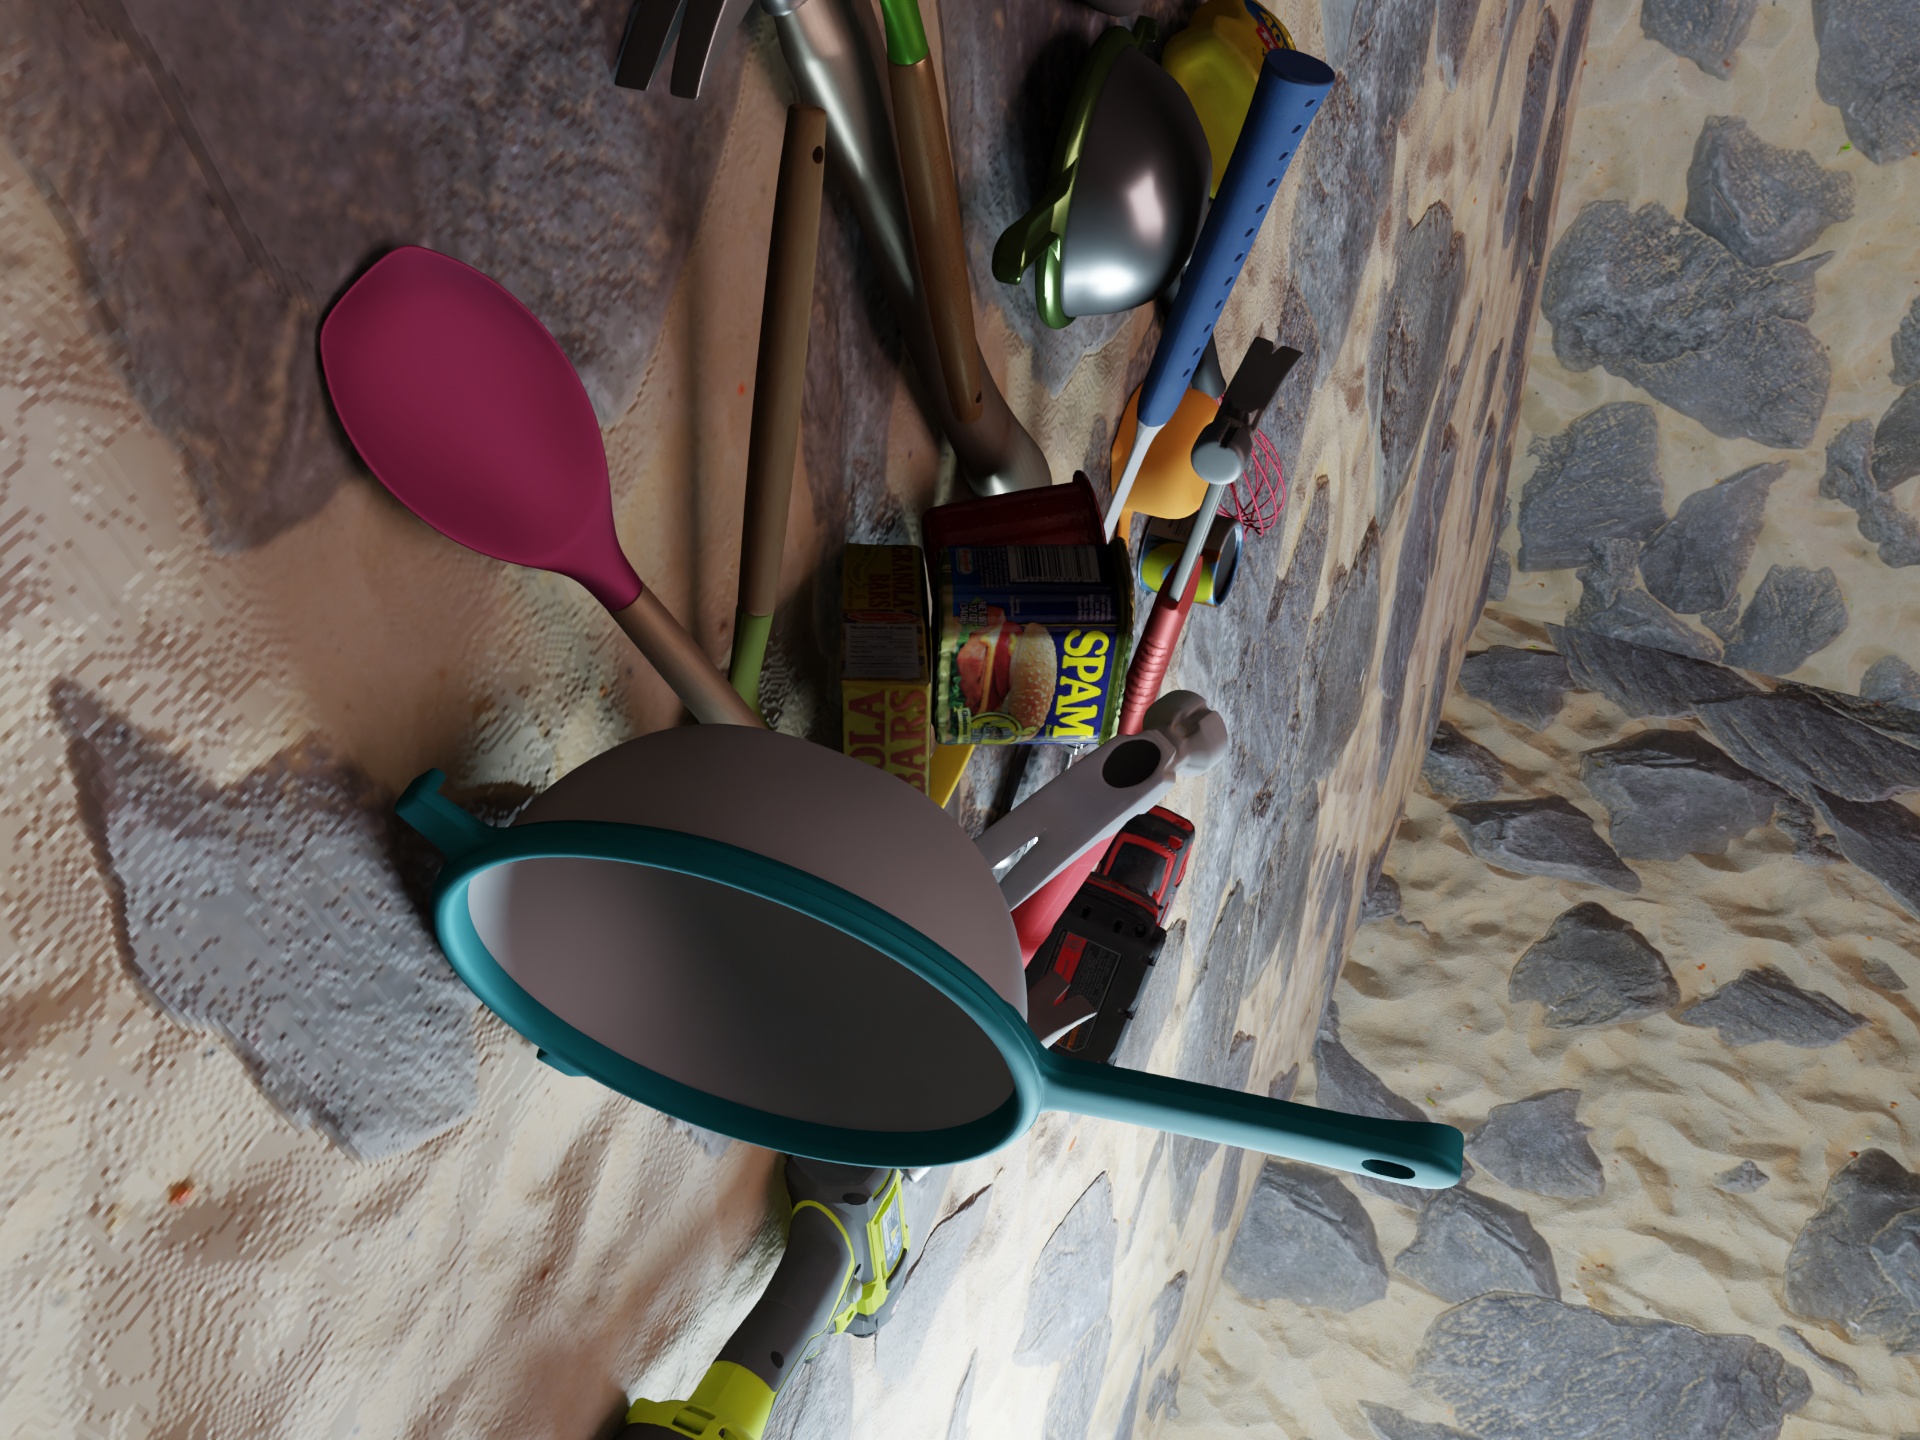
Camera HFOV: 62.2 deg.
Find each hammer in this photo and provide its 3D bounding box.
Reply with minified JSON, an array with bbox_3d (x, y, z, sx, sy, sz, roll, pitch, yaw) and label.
[{"bbox_3d":[-0.022,-0.182,0.686,0.146,0.038,0.410,-64,157,-17],"label":"hammer"},{"bbox_3d":[0.007,0.217,0.899,0.130,0.031,0.331,-41,166,-16],"label":"hammer"},{"bbox_3d":[0.135,-0.068,1.031,0.149,0.037,0.358,-57,167,-47],"label":"hammer"},{"bbox_3d":[0.012,0.128,0.811,0.143,0.038,0.386,-34,162,-32],"label":"hammer"},{"bbox_3d":[0.098,-0.152,0.853,0.144,0.035,0.405,-45,161,-47],"label":"hammer"}]

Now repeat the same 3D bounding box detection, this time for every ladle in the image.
[{"bbox_3d":[-0.065,-0.062,0.601,0.078,0.062,0.320,-33,140,-51],"label":"ladle"}]

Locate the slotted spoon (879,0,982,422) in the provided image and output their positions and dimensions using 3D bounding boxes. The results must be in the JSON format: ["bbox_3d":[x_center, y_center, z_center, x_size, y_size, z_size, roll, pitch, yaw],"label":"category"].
[{"bbox_3d":[-0.017,-0.221,0.585,0.070,0.031,0.313,-59,157,-26],"label":"slotted spoon"}]

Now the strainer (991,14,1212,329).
[{"bbox_3d":[0.077,-0.245,0.769,0.256,0.069,0.151,-60,163,-57],"label":"strainer"}]

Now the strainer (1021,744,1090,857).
[{"bbox_3d":[0.070,0.017,0.963,0.087,0.050,0.258,-59,165,-32],"label":"strainer"}]

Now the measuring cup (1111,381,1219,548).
[{"bbox_3d":[0.134,-0.138,1.064,0.095,0.052,0.173,-27,128,-61],"label":"measuring cup"}]

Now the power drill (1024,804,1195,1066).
[{"bbox_3d":[0.095,0.145,1.044,0.219,0.078,0.143,-35,146,-70],"label":"power drill"}]

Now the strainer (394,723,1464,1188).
[{"bbox_3d":[-0.003,0.078,0.537,0.210,0.340,0.095,87,17,-53],"label":"strainer"}]

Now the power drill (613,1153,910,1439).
[{"bbox_3d":[-0.094,0.343,0.841,0.223,0.080,0.171,-55,151,-45],"label":"power drill"}]

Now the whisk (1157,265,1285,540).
[{"bbox_3d":[0.178,-0.219,1.113,0.073,0.073,0.295,-65,150,-20],"label":"whisk"}]

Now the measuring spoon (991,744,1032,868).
[{"bbox_3d":[0.041,0.037,1.015,0.034,0.018,0.124,16,90,-68],"label":"measuring spoon"}]

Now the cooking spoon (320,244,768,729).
[{"bbox_3d":[-0.102,-0.027,0.545,0.069,0.017,0.318,-54,139,-19],"label":"cooking spoon"}]

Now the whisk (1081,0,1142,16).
[{"bbox_3d":[0.045,-0.348,0.714,0.239,0.055,0.055,-30,133,-64],"label":"whisk"}]

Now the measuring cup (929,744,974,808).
[{"bbox_3d":[-0.001,-0.003,0.857,0.029,0.062,0.156,22,95,-58],"label":"measuring cup"}]
